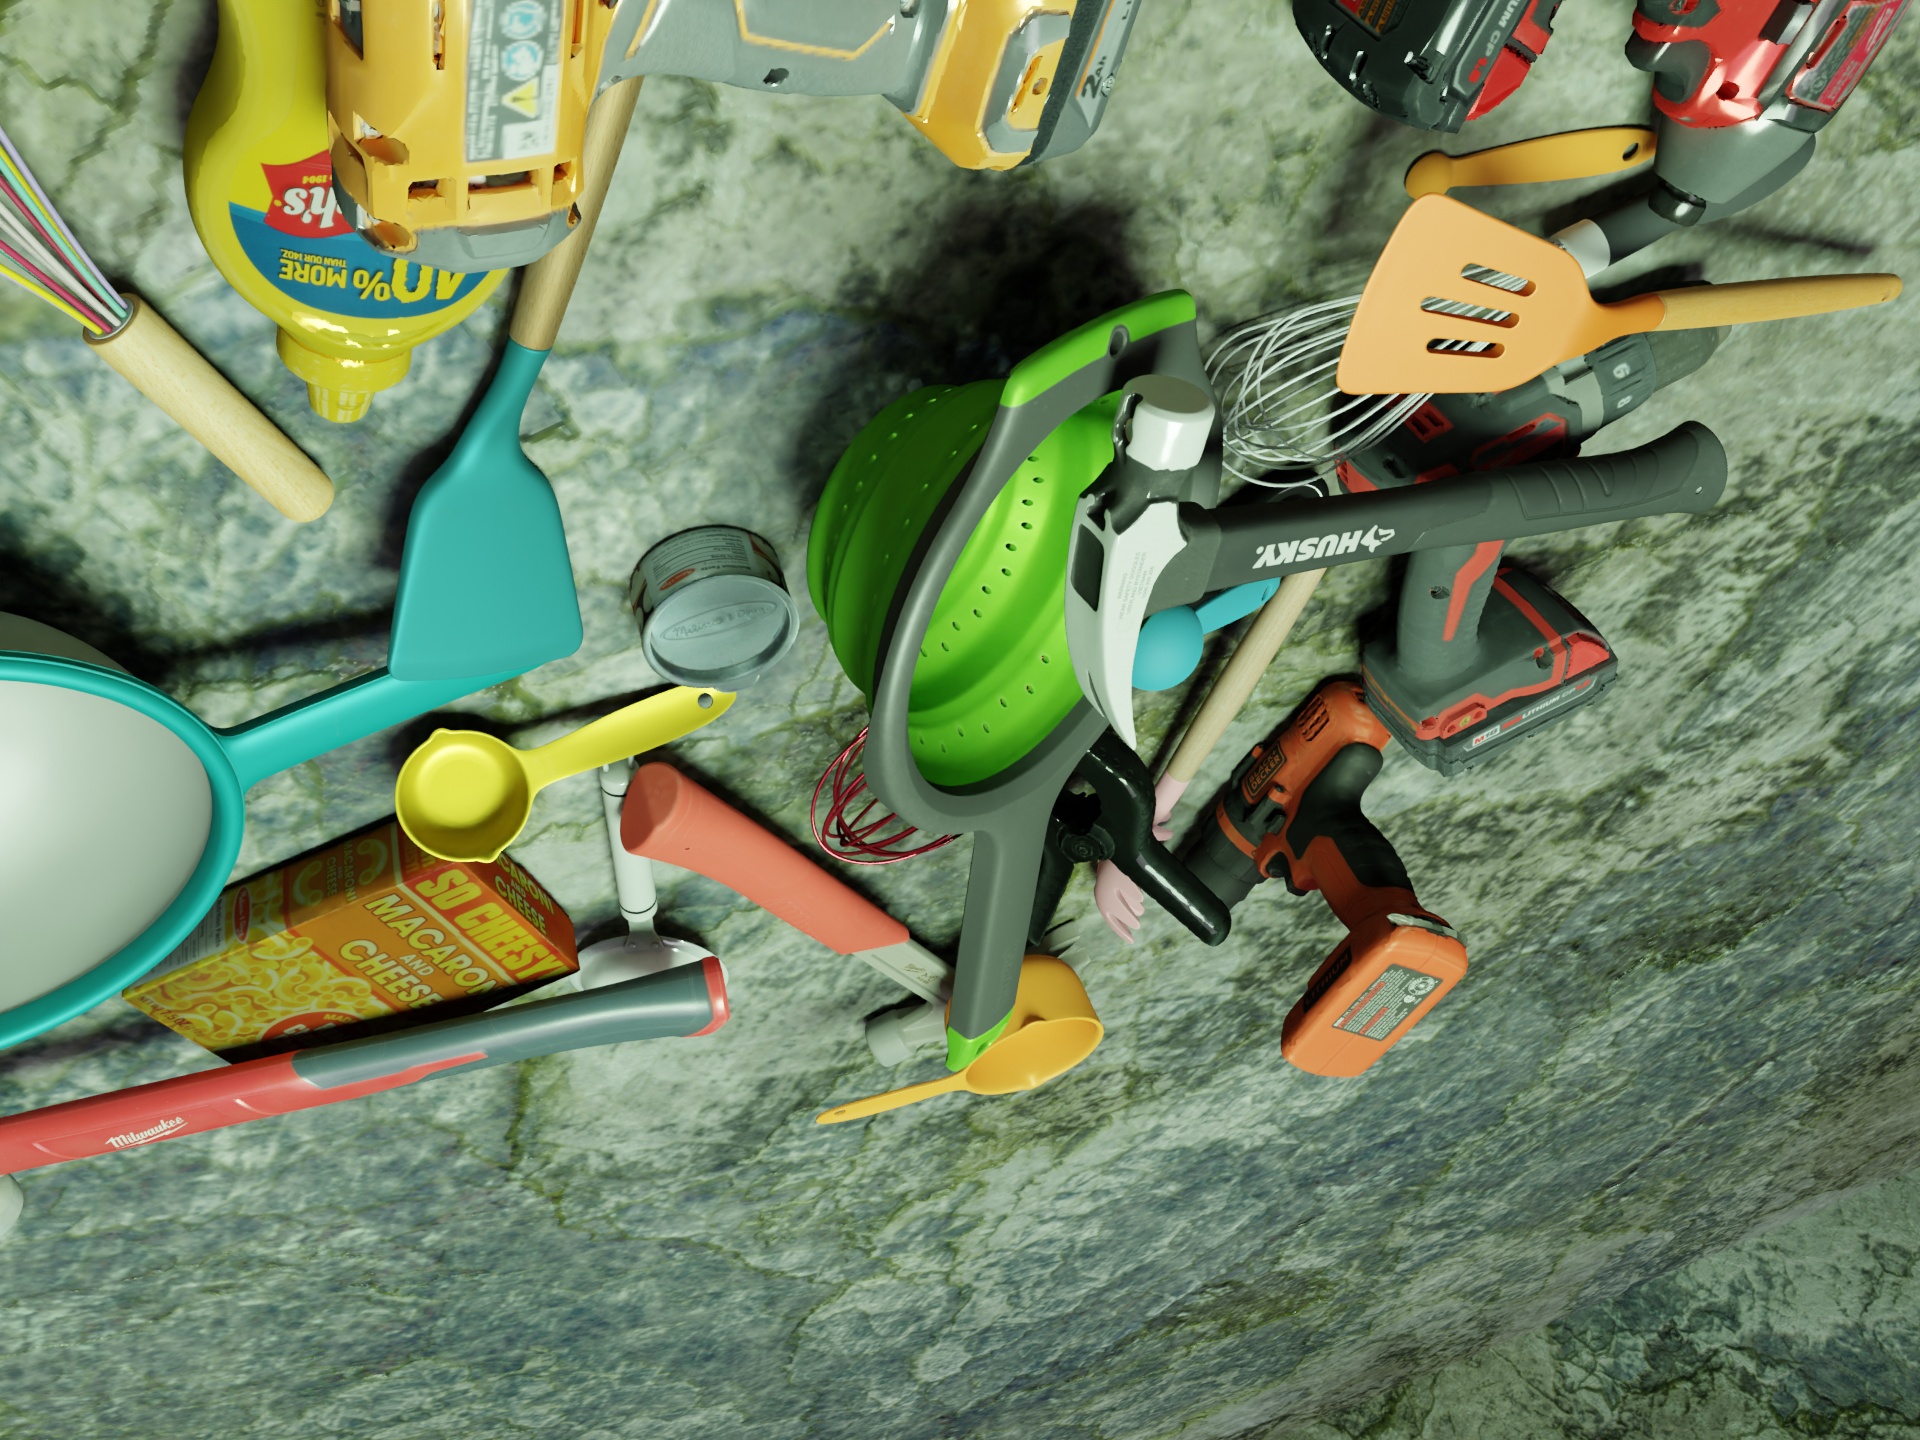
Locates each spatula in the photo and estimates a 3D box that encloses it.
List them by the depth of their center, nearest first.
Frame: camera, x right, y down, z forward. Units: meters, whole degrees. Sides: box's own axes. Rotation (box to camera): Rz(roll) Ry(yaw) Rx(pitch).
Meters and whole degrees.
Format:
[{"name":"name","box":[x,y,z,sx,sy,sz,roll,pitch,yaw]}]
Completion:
[{"name":"spatula","box":[-0.131,-0.143,0.532,0.082,0.044,0.317,-12,144,-42]},{"name":"spatula","box":[0.290,-0.174,0.652,0.322,0.041,0.081,-13,138,-32]}]

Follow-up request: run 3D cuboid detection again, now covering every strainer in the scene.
[{"name":"strainer","box":[-0.325,0.004,0.591,0.340,0.095,0.210,-25,148,-24]},{"name":"strainer","box":[-0.166,0.100,0.816,0.087,0.050,0.258,0,136,-5]}]

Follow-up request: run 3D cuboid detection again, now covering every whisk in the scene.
[{"name":"whisk","box":[-0.268,-0.138,0.476,0.051,0.047,0.244,-15,148,11]},{"name":"whisk","box":[0.227,-0.180,0.659,0.284,0.070,0.070,-27,143,-2]},{"name":"whisk","box":[0.050,-0.025,0.757,0.296,0.073,0.073,-36,141,9]}]

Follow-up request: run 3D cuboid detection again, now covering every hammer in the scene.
[{"name":"hammer","box":[0.188,-0.078,0.641,0.334,0.035,0.146,-11,134,-27]},{"name":"hammer","box":[-0.304,0.160,0.752,0.386,0.038,0.143,-11,140,-11]},{"name":"hammer","box":[-0.056,0.103,0.857,0.149,0.037,0.358,-30,146,10]}]

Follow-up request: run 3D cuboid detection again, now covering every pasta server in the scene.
[{"name":"pasta server","box":[0.133,0.014,0.838,0.040,0.060,0.316,29,136,5]}]

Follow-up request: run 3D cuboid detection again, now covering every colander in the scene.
[{"name":"colander","box":[-0.001,-0.002,0.675,0.204,0.095,0.396,-34,144,-39]}]

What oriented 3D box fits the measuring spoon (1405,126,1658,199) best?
[{"name":"measuring spoon","box":[0.233,-0.223,0.640,0.117,0.011,0.021,-12,141,-13]}]

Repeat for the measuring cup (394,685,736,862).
[{"name":"measuring cup","box":[-0.175,0.014,0.712,0.156,0.029,0.062,-23,100,-20]}]

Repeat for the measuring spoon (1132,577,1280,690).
[{"name":"measuring spoon","box":[0.116,-0.042,0.699,0.128,0.021,0.042,-26,140,-47]}]

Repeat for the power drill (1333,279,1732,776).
[{"name":"power drill","box":[0.274,-0.094,0.765,0.188,0.080,0.226,-27,139,-6]}]

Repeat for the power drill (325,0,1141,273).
[{"name":"power drill","box":[-0.049,-0.216,0.401,0.226,0.084,0.185,-21,150,-31]}]

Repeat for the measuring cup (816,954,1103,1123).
[{"name":"measuring cup","box":[-0.006,0.187,0.928,0.173,0.052,0.095,-16,146,-8]}]

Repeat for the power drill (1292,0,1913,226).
[{"name":"power drill","box":[0.234,-0.251,0.552,0.219,0.079,0.143,-1,134,-29]}]
